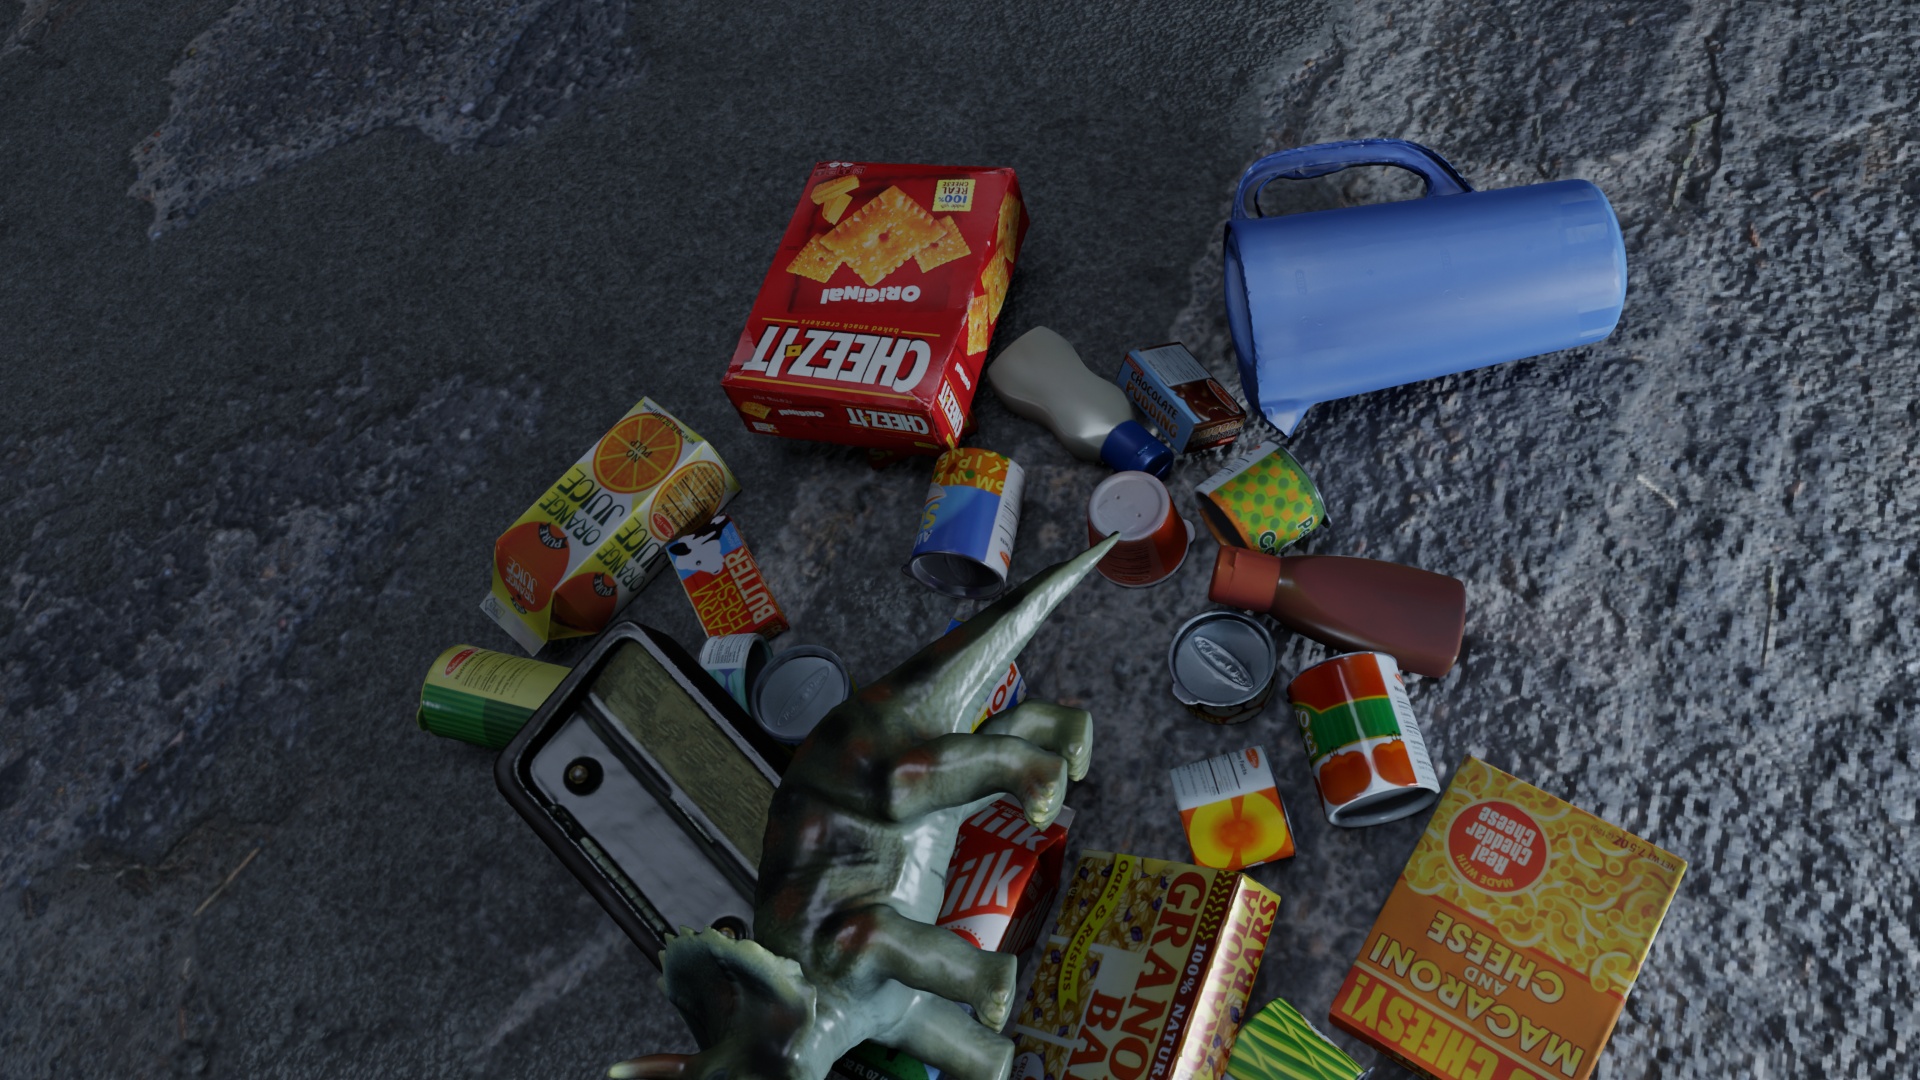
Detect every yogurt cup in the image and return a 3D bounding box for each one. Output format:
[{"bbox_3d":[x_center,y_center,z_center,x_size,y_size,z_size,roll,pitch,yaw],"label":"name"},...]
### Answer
[{"bbox_3d":[0.115,-0.010,0.920,0.072,0.053,0.073,-7,59,12],"label":"yogurt cup"}]

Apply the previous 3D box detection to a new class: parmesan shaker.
[{"bbox_3d":[-0.308,0.115,0.952,0.103,0.071,0.071,10,64,19],"label":"parmesan shaker"}]

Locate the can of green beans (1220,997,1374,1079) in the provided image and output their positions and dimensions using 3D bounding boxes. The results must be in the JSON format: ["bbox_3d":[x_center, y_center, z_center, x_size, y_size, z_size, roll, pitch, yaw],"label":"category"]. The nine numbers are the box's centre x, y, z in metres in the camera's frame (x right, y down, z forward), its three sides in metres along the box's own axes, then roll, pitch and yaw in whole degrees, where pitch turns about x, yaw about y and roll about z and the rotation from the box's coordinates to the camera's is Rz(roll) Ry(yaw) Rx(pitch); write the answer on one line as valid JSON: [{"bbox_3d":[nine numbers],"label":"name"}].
[{"bbox_3d":[0.170,0.283,0.726,0.071,0.071,0.058,-45,59,-12],"label":"can of green beans"}]

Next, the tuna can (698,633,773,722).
[{"bbox_3d":[-0.147,0.097,0.922,0.033,0.070,0.071,-4,60,12],"label":"tuna can"}]

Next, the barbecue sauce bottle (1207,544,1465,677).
[{"bbox_3d":[0.228,0.037,0.849,0.148,0.043,0.065,14,56,7],"label":"barbecue sauce bottle"}]

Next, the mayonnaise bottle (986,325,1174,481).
[{"bbox_3d":[0.087,-0.091,0.983,0.065,0.041,0.148,-40,60,-10],"label":"mayonnaise bottle"}]

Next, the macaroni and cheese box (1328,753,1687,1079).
[{"bbox_3d":[0.293,0.218,0.747,0.124,0.040,0.167,27,70,26],"label":"macaroni and cheese box"}]

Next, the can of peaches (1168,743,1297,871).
[{"bbox_3d":[0.157,0.159,0.804,0.058,0.071,0.071,-16,58,6],"label":"can of peaches"}]

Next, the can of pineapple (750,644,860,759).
[{"bbox_3d":[-0.095,0.111,0.903,0.071,0.057,0.071,-7,59,12],"label":"can of pineapple"}]

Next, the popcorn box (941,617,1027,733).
[{"bbox_3d":[-0.008,0.122,0.857,0.038,0.085,0.127,20,67,23],"label":"popcorn box"}]

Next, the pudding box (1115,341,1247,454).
[{"bbox_3d":[0.152,-0.100,0.965,0.050,0.030,0.084,-14,52,-31],"label":"pudding box"}]

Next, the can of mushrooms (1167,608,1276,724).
[{"bbox_3d":[0.162,0.080,0.866,0.071,0.033,0.071,-6,60,11],"label":"can of mushrooms"}]

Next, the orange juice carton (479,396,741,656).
[{"bbox_3d":[-0.259,-0.004,1.006,0.072,0.072,0.193,35,75,29],"label":"orange juice carton"}]

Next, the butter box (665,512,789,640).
[{"bbox_3d":[-0.167,0.033,0.987,0.053,0.024,0.104,-31,57,-3],"label":"butter box"}]

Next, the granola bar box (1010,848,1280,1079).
[{"bbox_3d":[0.089,0.253,0.745,0.124,0.039,0.166,-7,51,52],"label":"granola bar box"}]

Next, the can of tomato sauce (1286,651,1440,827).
[{"bbox_3d":[0.231,0.117,0.808,0.071,0.071,0.083,-14,59,7],"label":"can of tomato sauce"}]

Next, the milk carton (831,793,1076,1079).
[{"bbox_3d":[-0.002,0.228,0.800,0.072,0.073,0.191,19,67,23],"label":"milk carton"}]

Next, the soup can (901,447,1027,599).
[{"bbox_3d":[0.003,-0.012,0.943,0.071,0.071,0.084,4,61,17],"label":"soup can"}]

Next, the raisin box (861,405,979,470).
[{"bbox_3d":[-0.045,-0.122,1.037,0.086,0.040,0.124,-20,56,2],"label":"raisin box"}]

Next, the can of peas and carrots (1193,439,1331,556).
[{"bbox_3d":[0.194,-0.021,0.898,0.059,0.070,0.071,-33,58,-4],"label":"can of peas and carrots"}]
